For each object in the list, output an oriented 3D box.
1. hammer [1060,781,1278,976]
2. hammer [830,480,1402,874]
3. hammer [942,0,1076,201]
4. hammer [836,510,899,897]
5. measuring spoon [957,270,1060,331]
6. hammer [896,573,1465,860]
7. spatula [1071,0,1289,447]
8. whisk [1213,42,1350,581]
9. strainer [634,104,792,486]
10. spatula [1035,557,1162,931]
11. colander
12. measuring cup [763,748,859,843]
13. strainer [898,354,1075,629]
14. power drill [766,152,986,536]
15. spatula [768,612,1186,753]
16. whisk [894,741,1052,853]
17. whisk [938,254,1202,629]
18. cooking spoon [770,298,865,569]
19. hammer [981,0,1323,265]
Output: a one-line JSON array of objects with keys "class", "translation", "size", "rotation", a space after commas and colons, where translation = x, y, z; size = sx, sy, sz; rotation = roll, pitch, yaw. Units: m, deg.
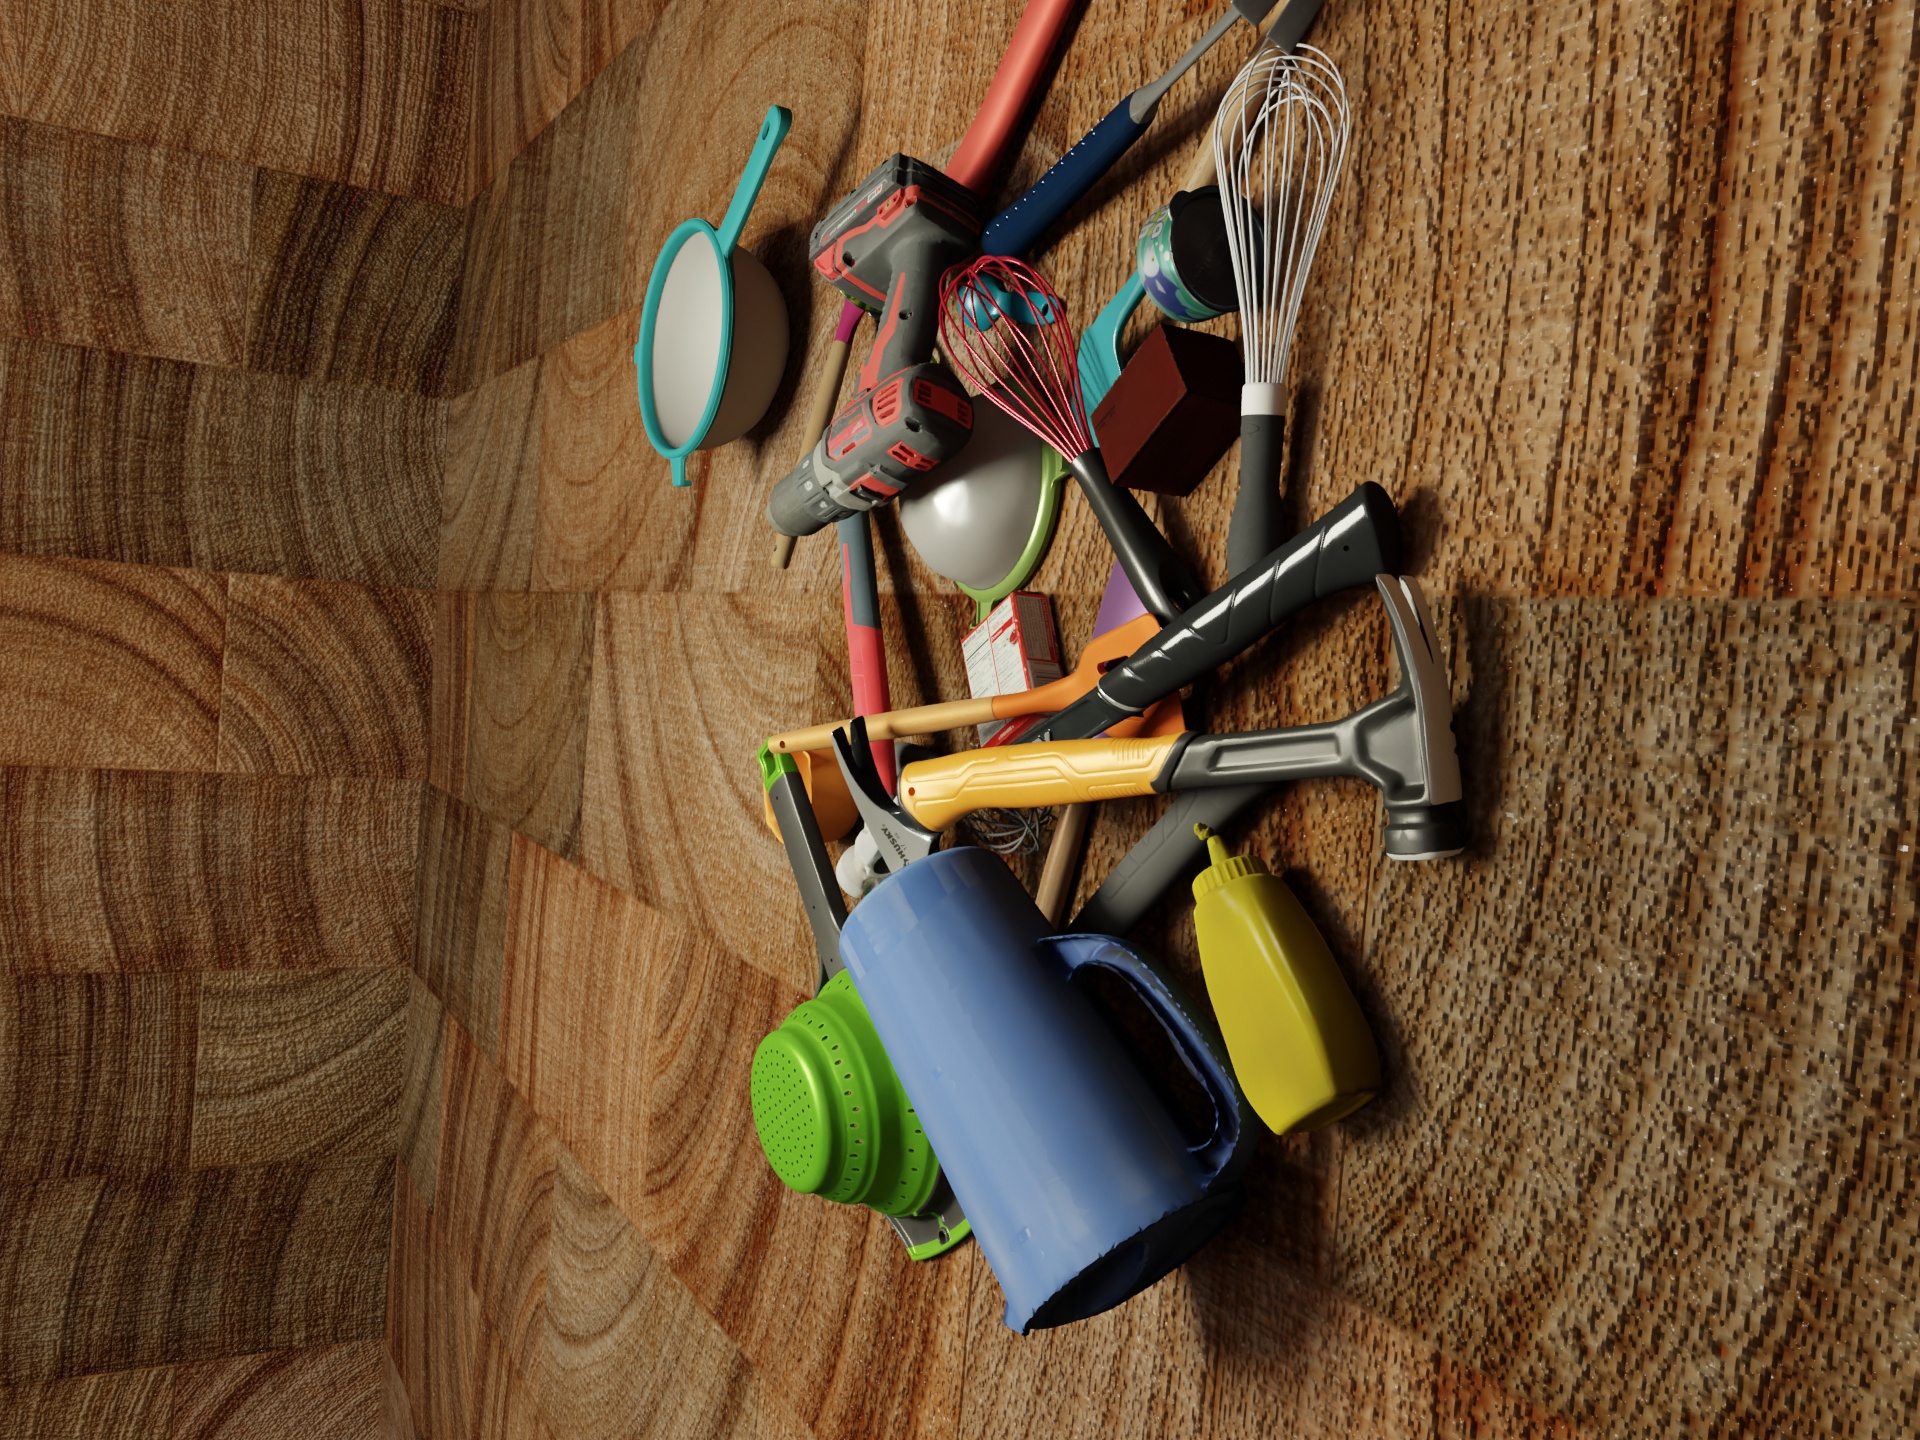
[{"class": "hammer", "translation": [0.076, 0.130, 0.911], "size": [0.334, 0.035, 0.146], "rotation": [-55, 54, 38]}, {"class": "hammer", "translation": [0.073, -0.011, 0.868], "size": [0.409, 0.036, 0.149], "rotation": [-36, 88, 42]}, {"class": "hammer", "translation": [0.064, -0.460, 1.014], "size": [0.359, 0.036, 0.149], "rotation": [-59, 39, 39]}, {"class": "hammer", "translation": [-0.064, -0.074, 1.152], "size": [0.143, 0.038, 0.387], "rotation": [125, 145, -49]}, {"class": "measuring spoon", "translation": [0.029, -0.281, 1.070], "size": [0.129, 0.021, 0.042], "rotation": [33, 116, 59]}, {"class": "hammer", "translation": [0.090, 0.015, 0.809], "size": [0.337, 0.034, 0.127], "rotation": [-9, 87, 44]}, {"class": "spatula", "translation": [0.133, -0.283, 0.887], "size": [0.317, 0.044, 0.082], "rotation": [-61, 37, 30]}, {"class": "whisk", "translation": [0.155, -0.195, 0.806], "size": [0.070, 0.070, 0.284], "rotation": [14, 104, 61]}, {"class": "strainer", "translation": [-0.185, -0.378, 1.396], "size": [0.340, 0.095, 0.211], "rotation": [-56, 44, 39]}, {"class": "spatula", "translation": [0.072, 0.052, 0.960], "size": [0.060, 0.018, 0.315], "rotation": [35, 117, 49]}, {"class": "colander", "translation": [-0.110, 0.191, 1.131], "size": [0.204, 0.094, 0.397], "rotation": [-49, 55, 48]}, {"class": "measuring cup", "translation": [-0.099, 0.088, 1.235], "size": [0.095, 0.052, 0.174], "rotation": [-54, 50, 44]}, {"class": "strainer", "translation": [-0.017, -0.194, 1.093], "size": [0.151, 0.069, 0.257], "rotation": [-62, 39, 36]}, {"class": "power drill", "translation": [-0.062, -0.240, 1.067], "size": [0.188, 0.080, 0.227], "rotation": [-25, 54, 47]}, {"class": "spatula", "translation": [-0.002, -0.003, 0.970], "size": [0.322, 0.041, 0.081], "rotation": [-9, 98, 36]}, {"class": "whisk", "translation": [-0.003, 0.043, 1.068], "size": [0.239, 0.055, 0.055], "rotation": [-158, 74, -64]}, {"class": "whisk", "translation": [0.066, -0.166, 0.926], "size": [0.073, 0.073, 0.296], "rotation": [-54, 55, 44]}, {"class": "cooking spoon", "translation": [-0.099, -0.271, 1.246], "size": [0.069, 0.017, 0.319], "rotation": [6, 79, 61]}, {"class": "hammer", "translation": [0.101, -0.336, 0.864], "size": [0.144, 0.035, 0.405], "rotation": [-59, 15, -17]}]
